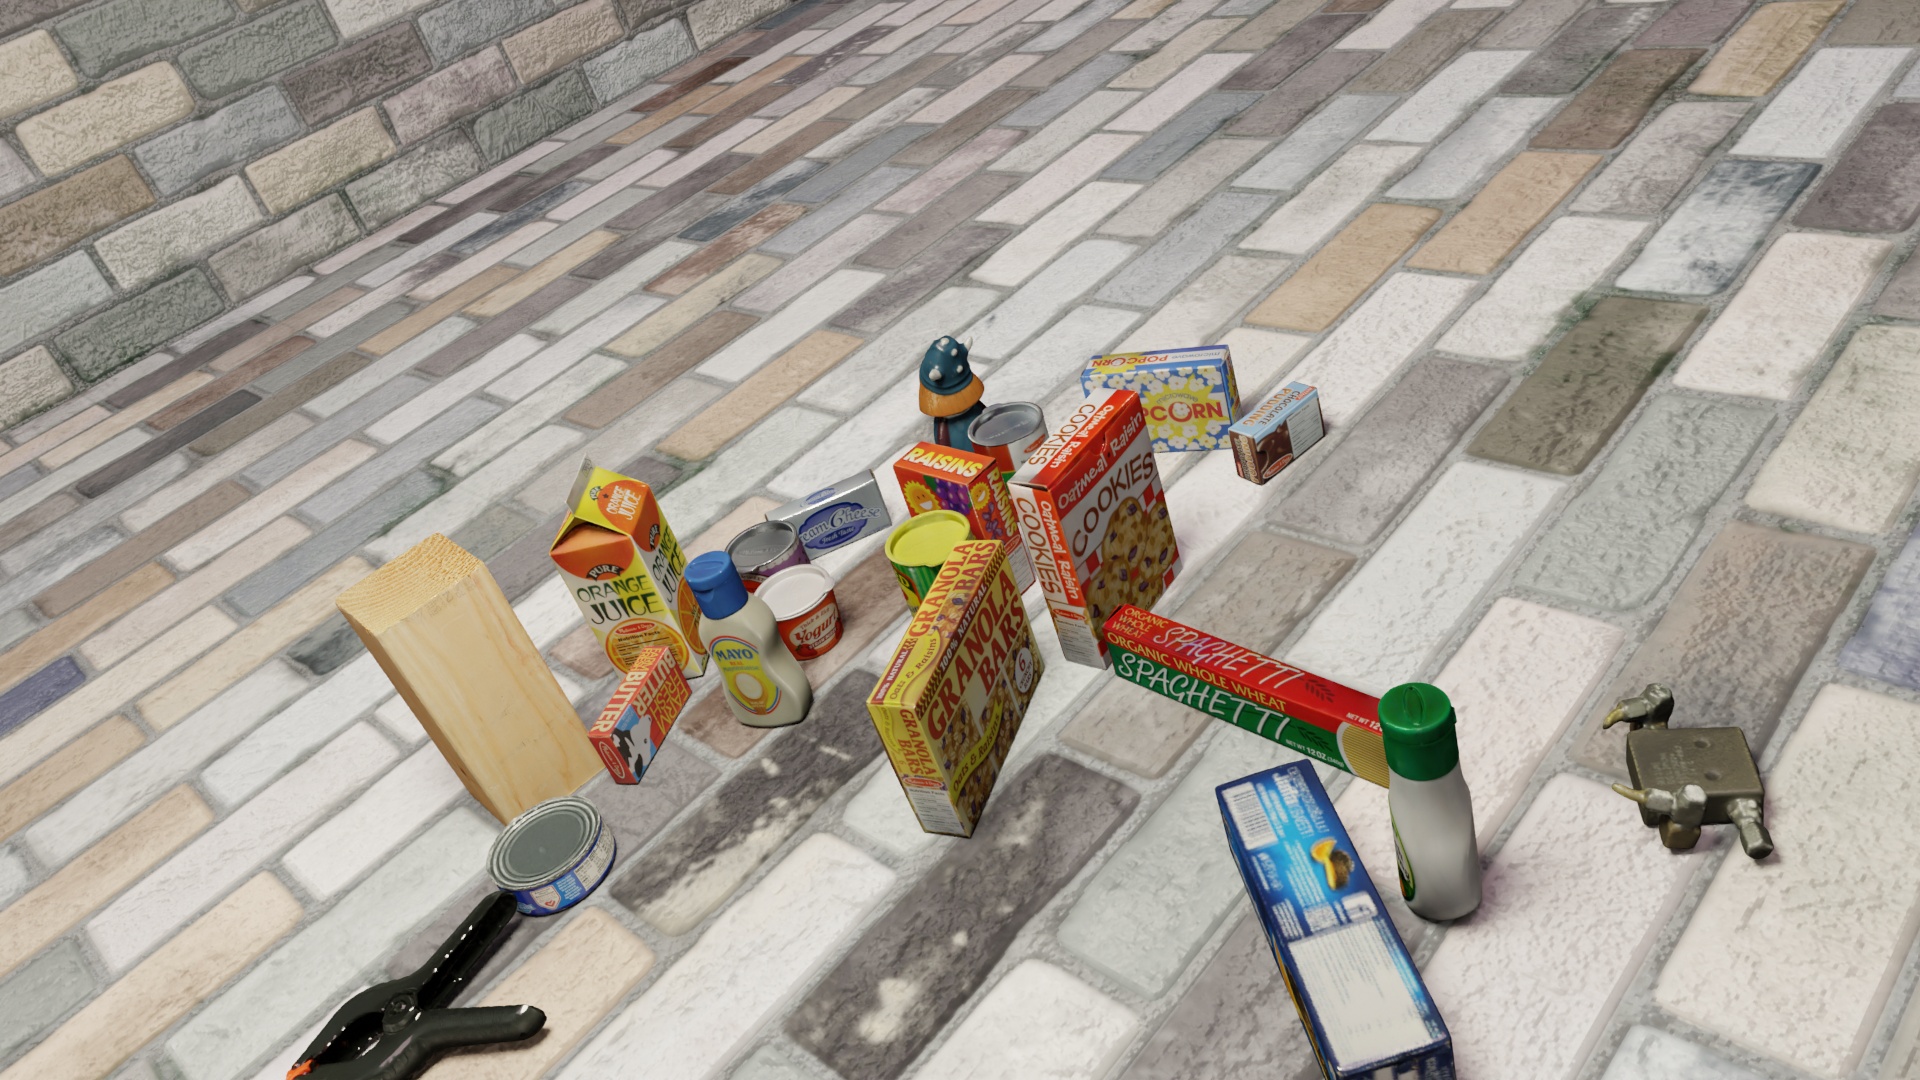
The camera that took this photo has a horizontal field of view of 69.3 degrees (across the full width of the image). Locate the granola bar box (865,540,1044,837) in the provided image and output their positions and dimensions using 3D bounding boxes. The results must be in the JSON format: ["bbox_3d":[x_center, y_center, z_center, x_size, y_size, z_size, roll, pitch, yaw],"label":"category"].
[{"bbox_3d":[0.001,0.098,0.950,0.039,0.123,0.166,-1,38,26],"label":"granola bar box"}]

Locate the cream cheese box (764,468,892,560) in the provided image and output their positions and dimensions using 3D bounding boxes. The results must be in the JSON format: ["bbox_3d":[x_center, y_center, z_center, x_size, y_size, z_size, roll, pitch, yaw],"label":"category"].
[{"bbox_3d":[-0.117,-0.019,1.239,0.104,0.053,0.024,-23,34,-5],"label":"cream cheese box"}]

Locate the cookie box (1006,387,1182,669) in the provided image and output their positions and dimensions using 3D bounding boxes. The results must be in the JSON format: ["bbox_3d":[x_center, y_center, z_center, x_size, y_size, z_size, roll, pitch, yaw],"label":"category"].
[{"bbox_3d":[0.103,-0.009,1.012,0.040,0.166,0.123,11,44,37],"label":"cookie box"}]

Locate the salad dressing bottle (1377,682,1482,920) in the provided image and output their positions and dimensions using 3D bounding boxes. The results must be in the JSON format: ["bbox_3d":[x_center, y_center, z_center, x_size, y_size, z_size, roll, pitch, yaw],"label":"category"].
[{"bbox_3d":[0.251,0.140,0.744,0.044,0.147,0.064,-9,35,16],"label":"salad dressing bottle"}]

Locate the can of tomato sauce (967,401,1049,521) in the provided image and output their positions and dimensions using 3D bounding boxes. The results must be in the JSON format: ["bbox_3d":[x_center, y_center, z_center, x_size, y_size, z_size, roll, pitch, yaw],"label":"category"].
[{"bbox_3d":[0.048,-0.068,1.199,0.071,0.082,0.071,-13,34,9],"label":"can of tomato sauce"}]

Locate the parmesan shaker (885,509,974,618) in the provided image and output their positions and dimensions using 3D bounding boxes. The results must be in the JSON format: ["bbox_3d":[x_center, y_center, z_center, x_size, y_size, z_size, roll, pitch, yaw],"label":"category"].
[{"bbox_3d":[-0.010,0.038,1.059,0.071,0.102,0.072,-13,34,9],"label":"parmesan shaker"}]

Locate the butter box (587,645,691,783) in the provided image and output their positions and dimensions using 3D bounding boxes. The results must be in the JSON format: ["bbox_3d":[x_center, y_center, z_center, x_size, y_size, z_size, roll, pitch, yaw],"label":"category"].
[{"bbox_3d":[-0.250,0.135,1.088,0.024,0.053,0.104,-4,37,23],"label":"butter box"}]

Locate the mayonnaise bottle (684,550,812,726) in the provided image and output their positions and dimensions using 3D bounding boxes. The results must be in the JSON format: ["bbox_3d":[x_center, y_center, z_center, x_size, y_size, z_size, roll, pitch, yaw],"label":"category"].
[{"bbox_3d":[-0.163,0.075,1.043,0.065,0.147,0.041,-5,36,21],"label":"mayonnaise bottle"}]

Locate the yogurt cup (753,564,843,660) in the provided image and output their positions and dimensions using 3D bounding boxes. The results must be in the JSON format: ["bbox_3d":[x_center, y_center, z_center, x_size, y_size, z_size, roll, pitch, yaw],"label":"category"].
[{"bbox_3d":[-0.130,0.060,1.132,0.072,0.053,0.073,-13,34,9],"label":"yogurt cup"}]

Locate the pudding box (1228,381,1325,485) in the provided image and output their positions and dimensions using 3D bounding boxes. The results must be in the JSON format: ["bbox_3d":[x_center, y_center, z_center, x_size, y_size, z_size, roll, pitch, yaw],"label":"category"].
[{"bbox_3d":[0.263,-0.090,1.152,0.084,0.049,0.030,-36,37,-23],"label":"pudding box"}]

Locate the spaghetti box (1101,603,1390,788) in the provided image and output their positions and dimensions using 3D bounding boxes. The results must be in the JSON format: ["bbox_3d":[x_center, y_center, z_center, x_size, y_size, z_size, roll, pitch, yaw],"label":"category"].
[{"bbox_3d":[0.196,0.101,0.915,0.029,0.050,0.250,-40,39,-27],"label":"spaghetti box"}]

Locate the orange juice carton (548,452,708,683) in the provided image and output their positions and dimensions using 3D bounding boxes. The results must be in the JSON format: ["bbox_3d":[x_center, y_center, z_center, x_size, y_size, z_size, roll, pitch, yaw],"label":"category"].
[{"bbox_3d":[-0.271,0.025,1.129,0.073,0.191,0.072,-13,34,11],"label":"orange juice carton"}]

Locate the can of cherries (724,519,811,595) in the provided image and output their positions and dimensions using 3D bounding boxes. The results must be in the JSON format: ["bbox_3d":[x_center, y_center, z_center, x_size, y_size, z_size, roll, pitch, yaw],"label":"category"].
[{"bbox_3d":[-0.163,0.026,1.193,0.071,0.058,0.072,-13,34,9],"label":"can of cherries"}]

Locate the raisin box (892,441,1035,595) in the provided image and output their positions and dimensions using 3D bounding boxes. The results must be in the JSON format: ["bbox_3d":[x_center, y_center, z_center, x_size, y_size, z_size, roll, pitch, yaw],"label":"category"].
[{"bbox_3d":[0.004,-0.014,1.108,0.086,0.122,0.040,17,48,42],"label":"raisin box"}]

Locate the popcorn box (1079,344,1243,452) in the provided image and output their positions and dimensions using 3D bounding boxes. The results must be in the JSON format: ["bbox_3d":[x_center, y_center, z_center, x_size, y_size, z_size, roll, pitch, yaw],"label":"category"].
[{"bbox_3d":[0.177,-0.121,1.207,0.126,0.085,0.038,-2,38,25],"label":"popcorn box"}]
